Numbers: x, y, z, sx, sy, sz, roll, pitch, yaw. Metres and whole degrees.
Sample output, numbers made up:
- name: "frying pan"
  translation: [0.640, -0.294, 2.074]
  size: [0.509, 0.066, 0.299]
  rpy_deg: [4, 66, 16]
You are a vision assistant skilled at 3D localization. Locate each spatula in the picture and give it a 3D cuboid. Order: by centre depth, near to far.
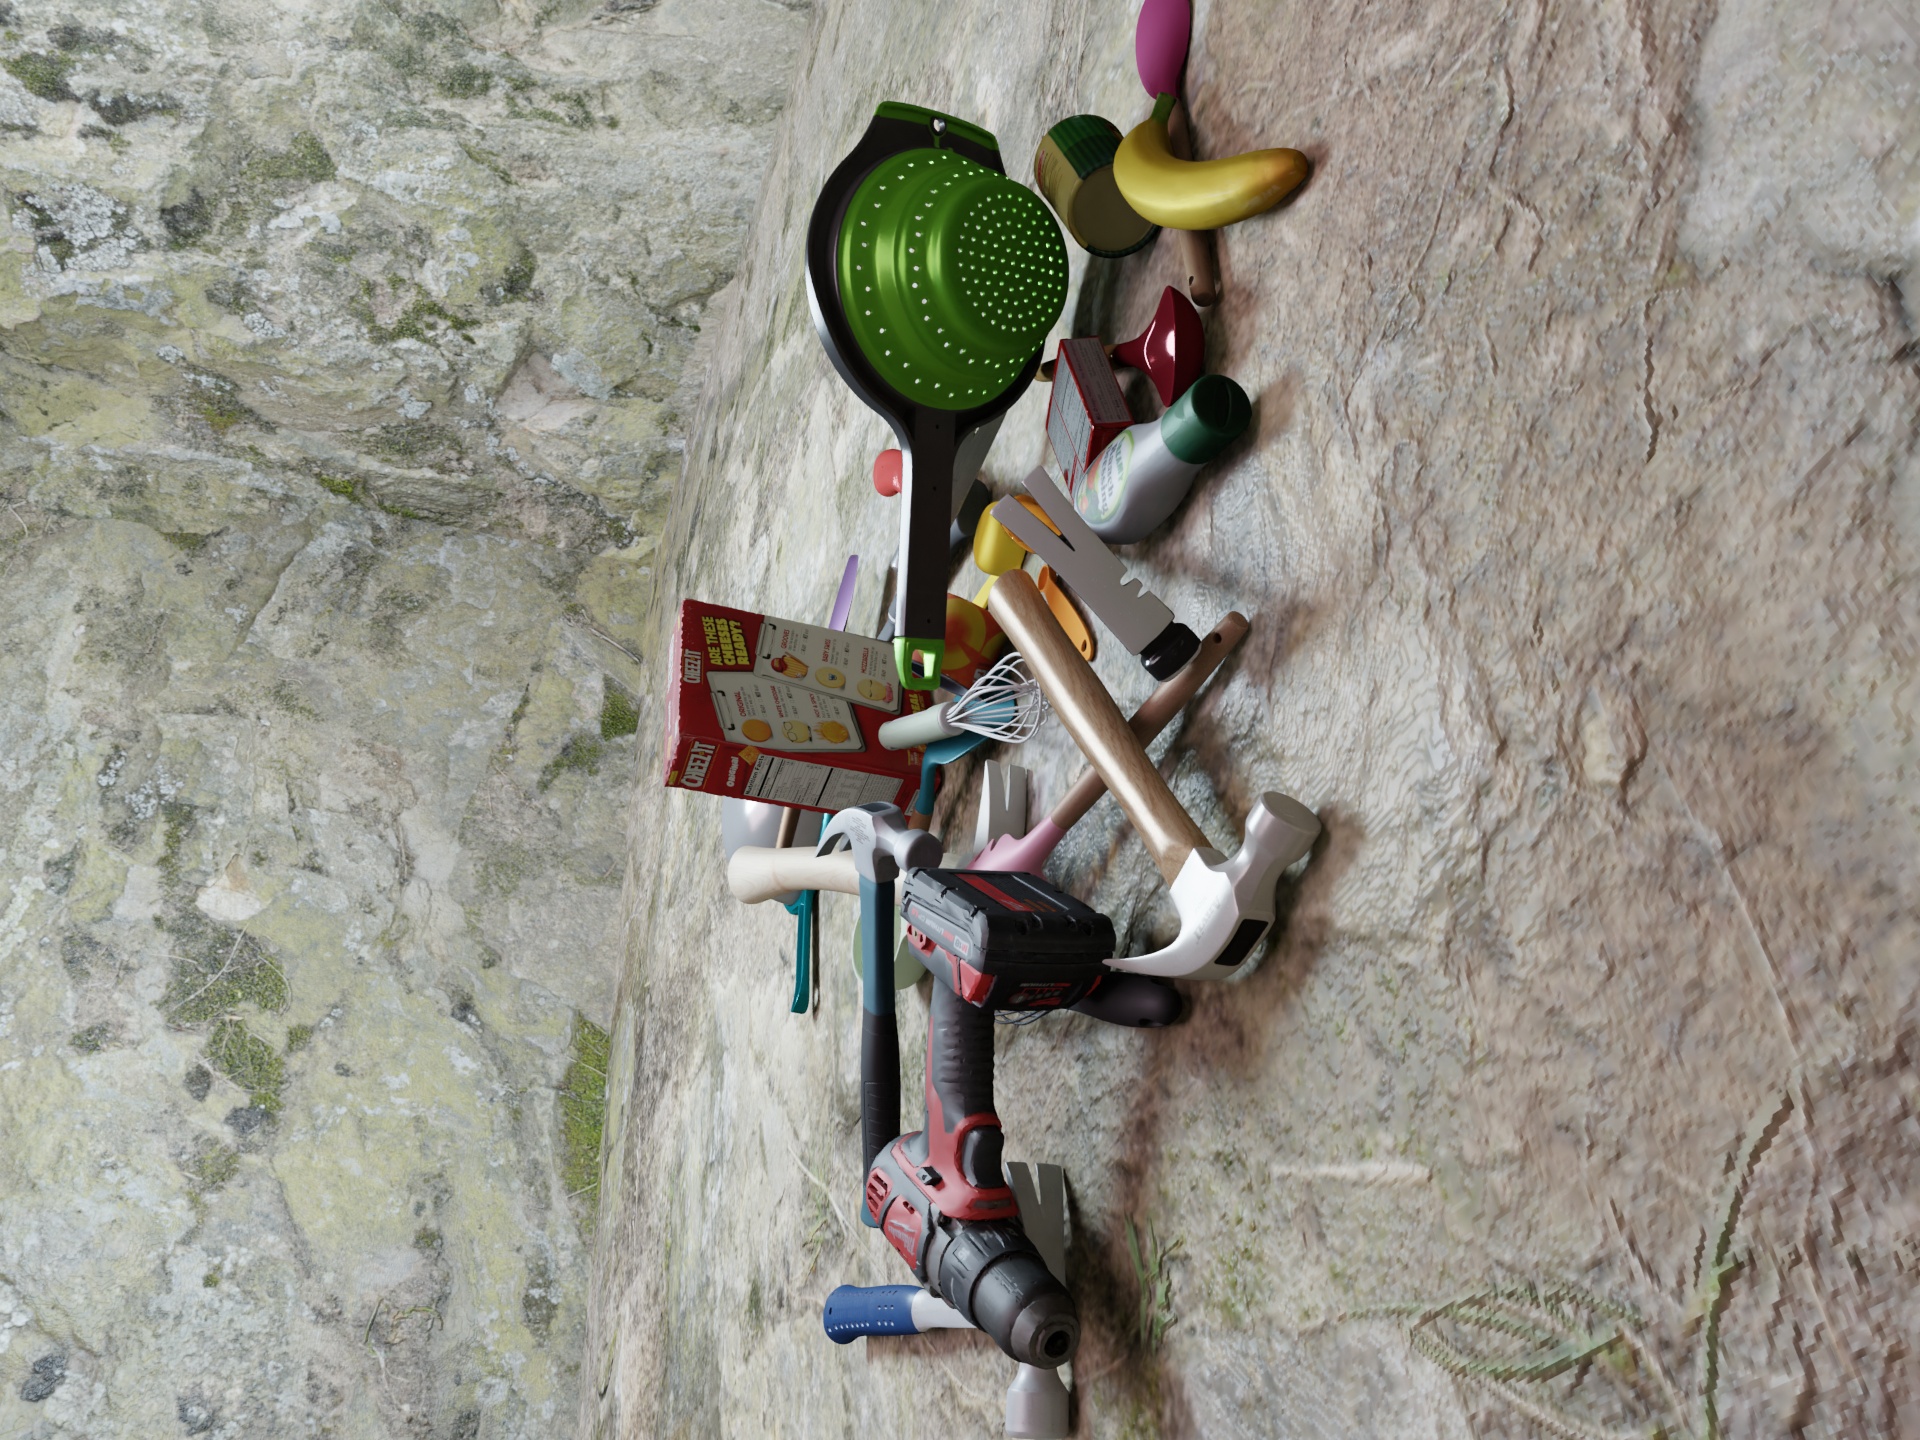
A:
- name: "spatula"
  translation: [-0.023, 0.090, 1.233]
  size: [0.082, 0.044, 0.317]
  rpy_deg: [-102, 23, -51]
- name: "spatula"
  translation: [-0.139, -0.007, 1.536]
  size: [0.060, 0.018, 0.316]
  rpy_deg: [-160, 84, -72]

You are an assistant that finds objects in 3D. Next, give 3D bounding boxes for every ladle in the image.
- name: "ladle"
  translation: [0.096, -0.234, 1.032]
  size: [0.315, 0.031, 0.069]
  rpy_deg: [-148, 56, -74]

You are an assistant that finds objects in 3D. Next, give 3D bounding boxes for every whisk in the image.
- name: "whisk"
  translation: [0.060, 0.154, 0.902]
  size: [0.239, 0.055, 0.055]
  rpy_deg: [168, 111, -66]
- name: "whisk"
  translation: [-0.002, -0.004, 1.115]
  size: [0.246, 0.057, 0.059]
  rpy_deg: [-16, 79, 63]

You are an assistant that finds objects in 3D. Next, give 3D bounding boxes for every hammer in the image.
- name: "hammer"
  translation: [0.077, 0.013, 0.850]
  size: [0.130, 0.031, 0.332]
  rpy_deg: [-64, 30, 24]
- name: "hammer"
  translation: [0.055, -0.107, 0.949]
  size: [0.034, 0.127, 0.337]
  rpy_deg: [-44, 14, 5]
- name: "hammer"
  translation: [-0.019, 0.377, 1.033]
  size: [0.405, 0.035, 0.144]
  rpy_deg: [135, 141, -61]
- name: "hammer"
  translation: [-0.056, 0.213, 1.112]
  size: [0.128, 0.033, 0.331]
  rpy_deg: [27, 123, 54]
- name: "hammer"
  translation: [-0.080, 0.108, 1.225]
  size: [0.411, 0.038, 0.146]
  rpy_deg: [-4, 74, 58]
- name: "hammer"
  translation: [-0.033, -0.213, 1.349]
  size: [0.149, 0.036, 0.359]
  rpy_deg: [-65, 13, 8]
- name: "hammer"
  translation: [-0.059, -0.088, 1.426]
  size: [0.408, 0.036, 0.149]
  rpy_deg: [128, 149, -55]

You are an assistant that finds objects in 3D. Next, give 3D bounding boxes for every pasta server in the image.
- name: "pasta server"
  translation: [0.076, 0.039, 0.917]
  size: [0.060, 0.040, 0.316]
  rpy_deg: [50, 134, 14]

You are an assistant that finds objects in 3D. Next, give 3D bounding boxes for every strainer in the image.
- name: "strainer"
  translation: [-0.194, 0.141, 1.617]
  size: [0.211, 0.095, 0.341]
  rpy_deg: [119, 156, -45]

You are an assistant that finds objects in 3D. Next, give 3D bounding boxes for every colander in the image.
- name: "colander"
  translation: [0.002, -0.217, 1.068]
  size: [0.094, 0.204, 0.397]
  rpy_deg: [5, 94, 52]

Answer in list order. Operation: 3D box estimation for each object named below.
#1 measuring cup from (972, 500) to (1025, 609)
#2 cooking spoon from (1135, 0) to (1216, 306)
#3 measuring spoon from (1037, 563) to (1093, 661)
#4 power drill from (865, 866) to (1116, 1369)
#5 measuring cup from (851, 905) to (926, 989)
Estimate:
- name: "measuring cup"
  translation: [0.011, -0.106, 1.217]
  size: [0.156, 0.029, 0.062]
  rpy_deg: [121, 153, -45]
- name: "cooking spoon"
  translation: [0.134, -0.371, 0.999]
  size: [0.068, 0.017, 0.319]
  rpy_deg: [122, 152, -49]
- name: "measuring spoon"
  translation: [0.072, -0.070, 1.049]
  size: [0.117, 0.011, 0.021]
  rpy_deg: [-113, 37, -55]
- name: "power drill"
  translation: [0.018, 0.205, 0.839]
  size: [0.188, 0.080, 0.226]
  rpy_deg: [23, 107, 62]
- name: "measuring cup"
  translation: [-0.024, 0.154, 1.191]
  size: [0.167, 0.038, 0.083]
  rpy_deg: [-32, 51, 47]
